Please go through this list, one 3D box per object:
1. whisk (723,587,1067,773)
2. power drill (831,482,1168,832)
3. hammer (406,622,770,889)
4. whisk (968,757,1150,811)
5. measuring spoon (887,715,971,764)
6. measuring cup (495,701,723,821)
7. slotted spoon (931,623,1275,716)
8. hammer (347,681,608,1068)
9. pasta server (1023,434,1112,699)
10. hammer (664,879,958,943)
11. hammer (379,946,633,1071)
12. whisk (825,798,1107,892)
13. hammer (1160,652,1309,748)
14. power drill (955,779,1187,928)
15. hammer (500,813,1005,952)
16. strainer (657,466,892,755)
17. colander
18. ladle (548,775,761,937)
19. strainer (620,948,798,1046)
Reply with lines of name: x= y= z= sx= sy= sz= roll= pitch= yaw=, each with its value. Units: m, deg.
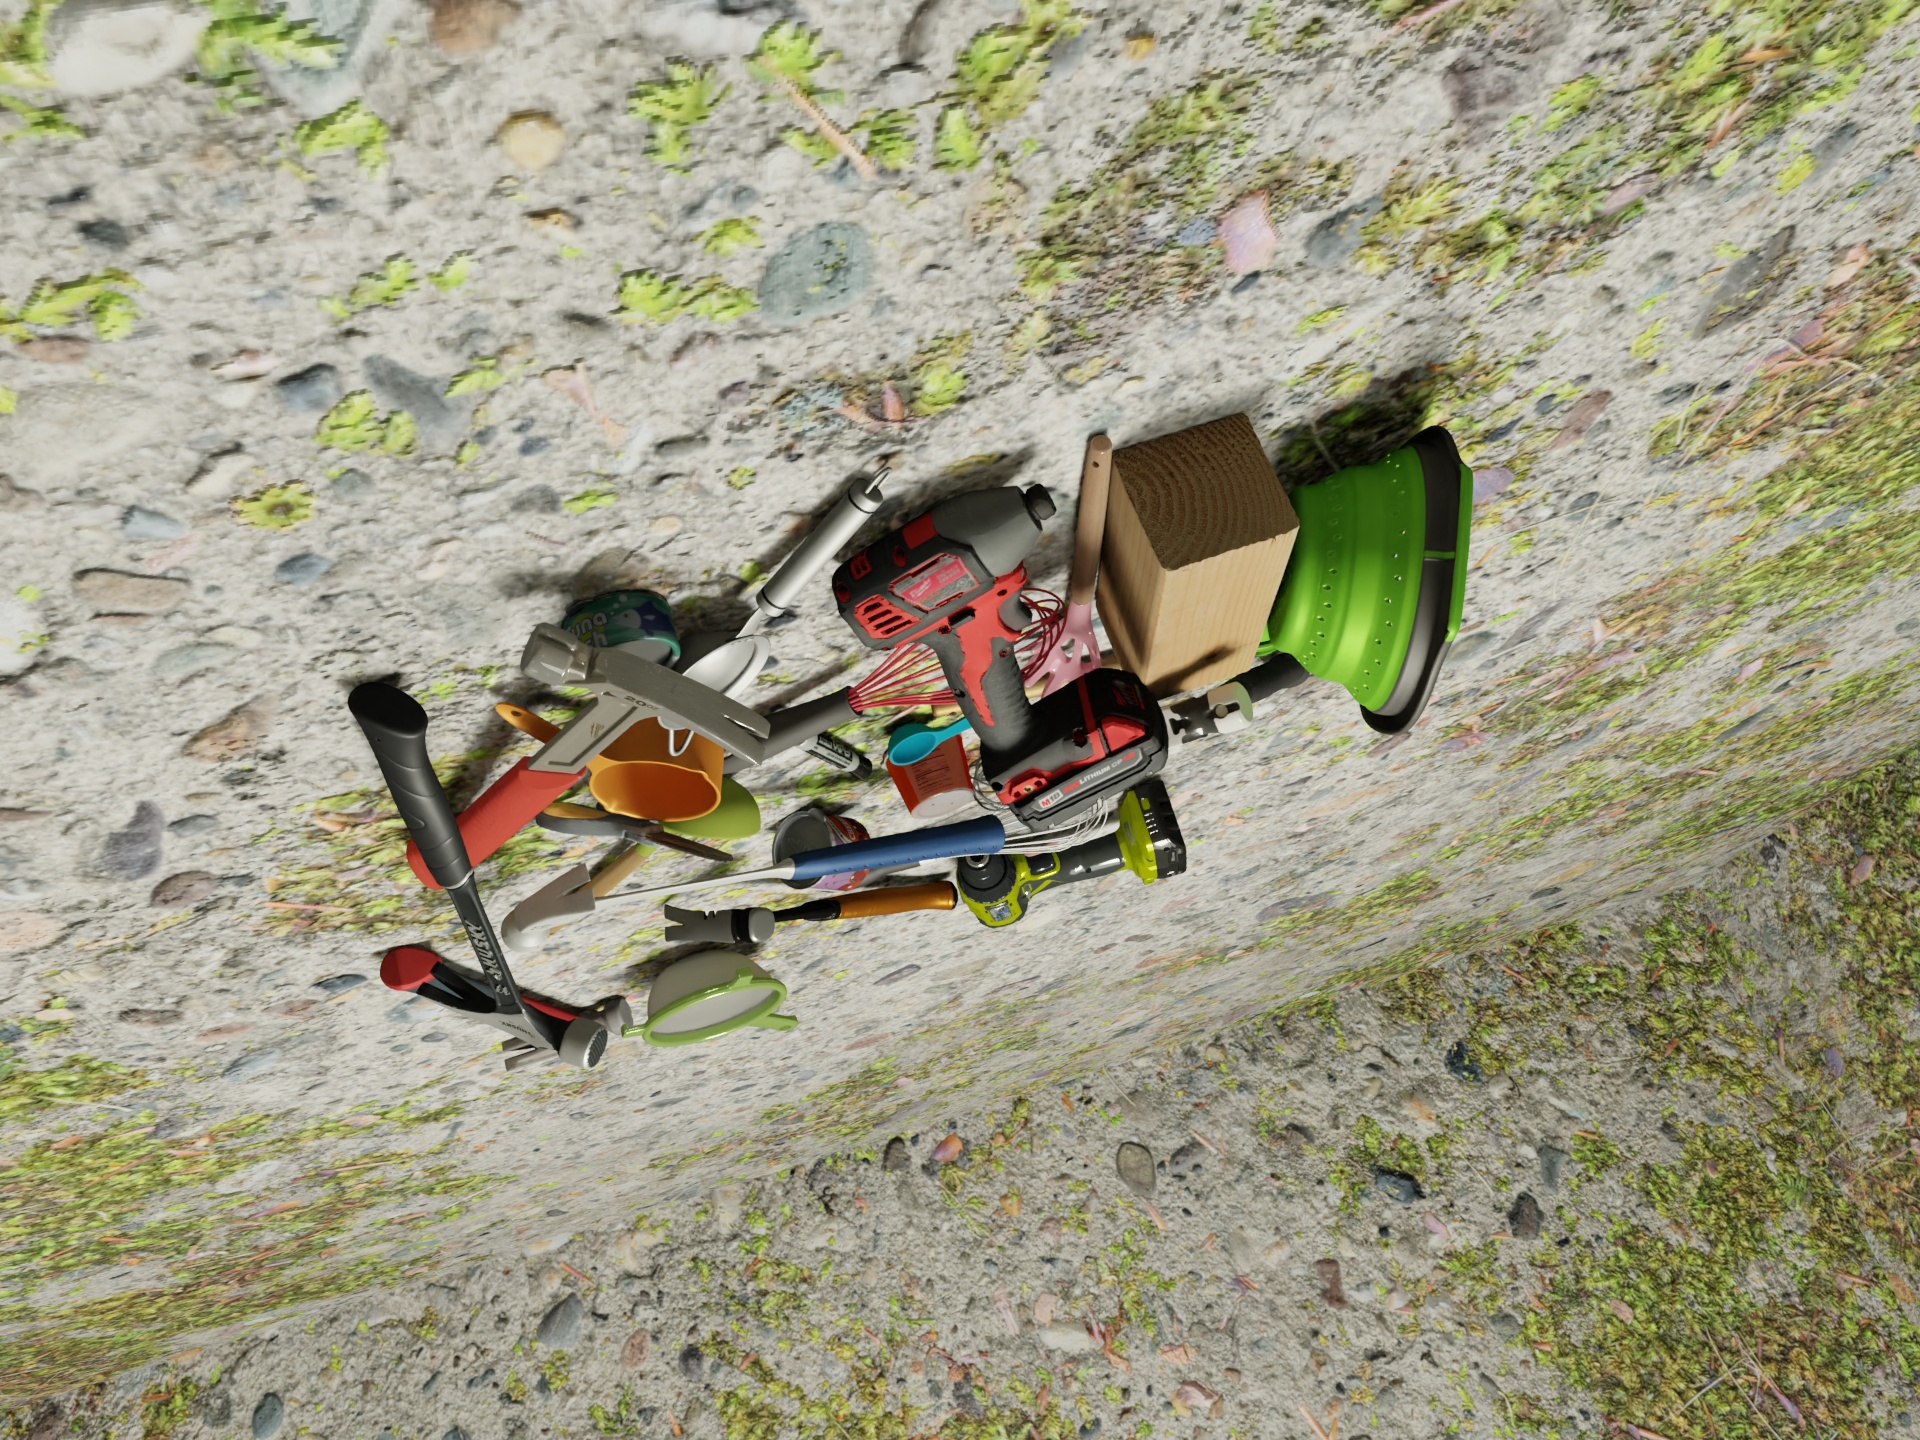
whisk: x=-0.057 y=-0.021 z=1.106 sx=0.296 sy=0.073 sz=0.073 roll=-22 pitch=159 yaw=20
power drill: x=0.035 y=-0.045 z=0.992 sx=0.143 sy=0.079 sz=0.219 roll=-30 pitch=122 yaw=15
hammer: x=-0.270 y=0.046 z=1.030 sx=0.149 sy=0.037 sz=0.359 roll=26 pitch=145 yaw=-25
whisk: x=0.094 y=0.048 z=1.414 sx=0.239 sy=0.055 sz=0.055 roll=-3 pitch=154 yaw=-45
measuring spoon: x=-0.002 y=-0.004 z=1.255 sx=0.128 sy=0.021 sz=0.042 roll=-26 pitch=152 yaw=-8
measuring cup: x=-0.230 y=0.009 z=1.049 sx=0.095 sy=0.052 sz=0.173 roll=-21 pitch=141 yaw=34
slotted spoon: x=0.128 y=-0.043 z=1.252 sx=0.313 sy=0.031 sz=0.070 roll=-13 pitch=162 yaw=-12
hammer: x=-0.343 y=0.113 z=1.081 sx=0.149 sy=0.036 sz=0.408 roll=17 pitch=143 yaw=12
pasta server: x=0.081 y=-0.092 z=1.079 sx=0.060 sy=0.040 sz=0.316 roll=22 pitch=157 yaw=10
hammer: x=-0.124 y=0.181 z=1.528 sx=0.127 sy=0.034 sz=0.336 roll=-5 pitch=177 yaw=39
hammer: x=-0.448 y=0.273 z=1.501 sx=0.143 sy=0.038 sz=0.386 roll=-20 pitch=158 yaw=5
whisk: x=-0.001 y=0.115 z=1.483 sx=0.284 sy=0.070 sz=0.070 roll=-17 pitch=159 yaw=5
hammer: x=0.200 y=-0.015 z=1.234 sx=0.146 sy=0.035 sz=0.334 roll=-19 pitch=180 yaw=29
power drill: x=0.105 y=0.136 z=1.591 sx=0.228 sy=0.080 sz=0.190 roll=-17 pitch=159 yaw=2
hammer: x=-0.142 y=0.117 z=1.241 sx=0.405 sy=0.035 sz=0.144 roll=-8 pitch=166 yaw=-31
strainer: x=-0.118 y=-0.070 z=0.962 sx=0.258 sy=0.050 sz=0.087 roll=-43 pitch=167 yaw=33
colander: x=0.259 y=-0.089 z=1.131 sx=0.094 sy=0.204 sz=0.397 roll=6 pitch=175 yaw=2
ladle: x=-0.265 y=0.125 z=1.282 sx=0.078 sy=0.062 sz=0.320 roll=-2 pitch=155 yaw=-43
strainer: x=-0.239 y=0.285 z=1.661 sx=0.151 sy=0.069 sz=0.256 roll=-27 pitch=158 yaw=12
